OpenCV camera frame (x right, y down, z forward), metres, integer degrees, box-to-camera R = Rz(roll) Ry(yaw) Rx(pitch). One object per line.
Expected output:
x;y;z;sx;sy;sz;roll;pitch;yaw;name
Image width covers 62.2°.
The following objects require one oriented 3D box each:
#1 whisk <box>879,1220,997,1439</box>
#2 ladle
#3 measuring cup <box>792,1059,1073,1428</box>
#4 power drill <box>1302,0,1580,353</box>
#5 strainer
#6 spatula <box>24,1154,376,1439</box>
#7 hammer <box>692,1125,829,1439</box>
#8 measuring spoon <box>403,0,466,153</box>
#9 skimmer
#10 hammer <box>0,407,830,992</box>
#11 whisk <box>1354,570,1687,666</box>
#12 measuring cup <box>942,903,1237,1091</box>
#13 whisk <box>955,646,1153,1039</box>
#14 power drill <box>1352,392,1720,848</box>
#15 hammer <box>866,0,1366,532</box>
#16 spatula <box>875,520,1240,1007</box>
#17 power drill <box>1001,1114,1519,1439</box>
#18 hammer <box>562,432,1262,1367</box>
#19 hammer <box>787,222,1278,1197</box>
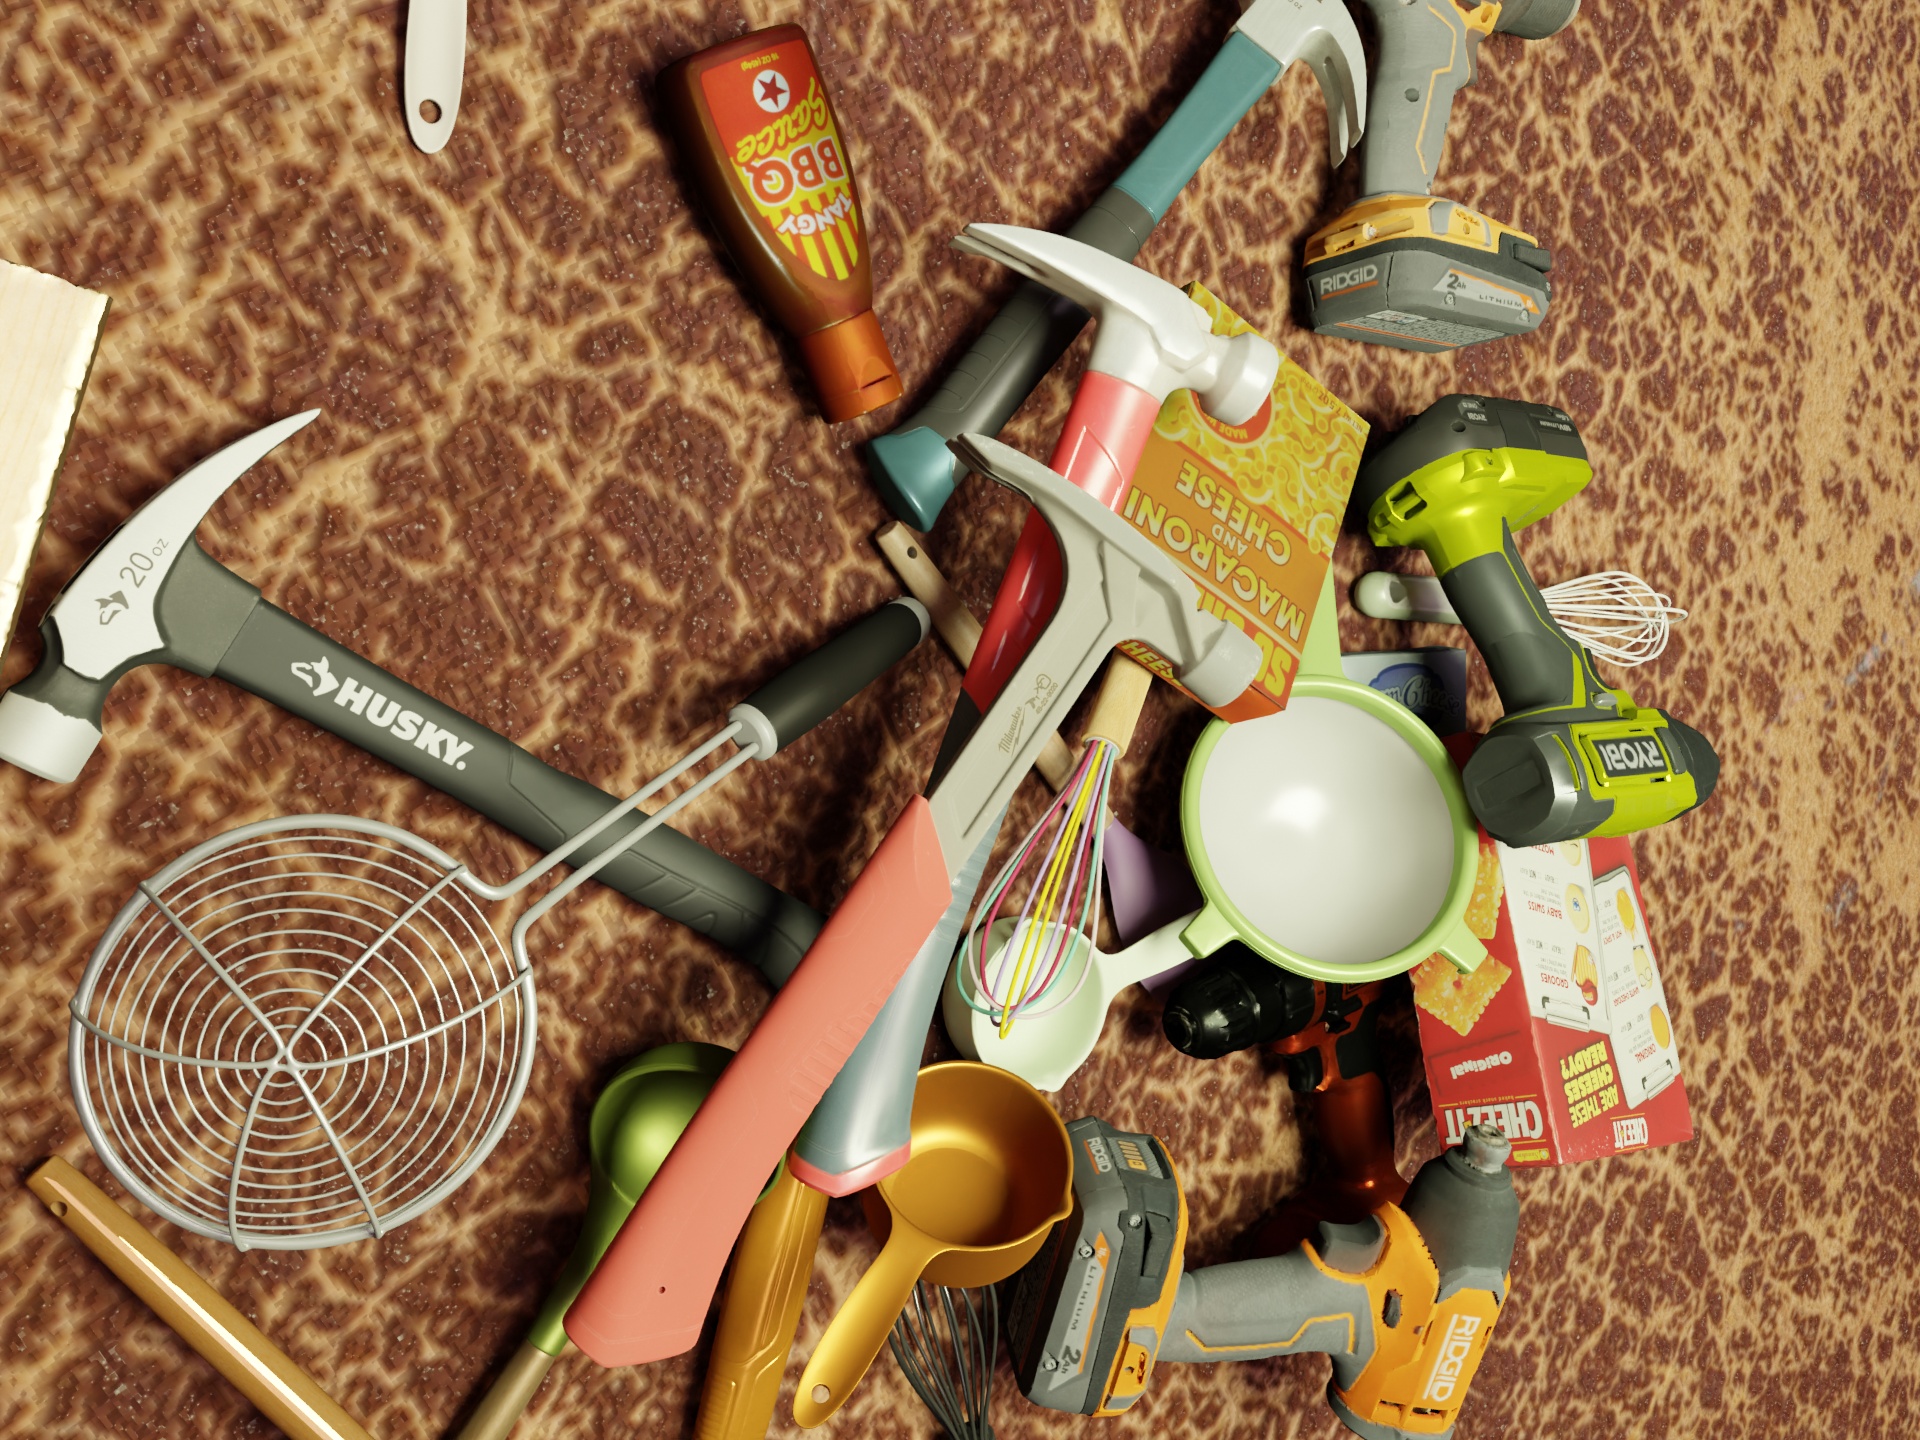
0.008;0.331;0.731;0.055;0.055;0.238;-25;112;-29;whisk
-0.174;0.263;0.599;0.078;0.062;0.320;36;77;-11;ladle
-0.020;0.221;0.653;0.174;0.095;0.052;-51;162;-40;measuring cup
0.254;-0.311;0.820;0.185;0.084;0.226;-1;90;-35;power drill
0.170;0.008;0.798;0.151;0.069;0.256;5;69;-11;strainer
-0.205;0.272;0.553;0.081;0.041;0.322;-36;103;14;spatula
-0.091;0.304;0.669;0.127;0.034;0.337;16;85;-33;hammer
-0.188;-0.267;0.569;0.034;0.018;0.124;1;101;-34;measuring spoon
-0.128;0.038;0.568;0.127;0.090;0.363;58;38;-7;skimmer
-0.160;0.023;0.598;0.334;0.035;0.146;34;76;-31;hammer
0.320;-0.064;0.904;0.246;0.059;0.058;2;81;-29;whisk
0.063;0.115;0.754;0.167;0.038;0.083;-18;104;-34;measuring cup
0.056;0.031;0.716;0.047;0.051;0.245;52;50;-41;whisk
0.298;-0.048;0.811;0.171;0.080;0.223;-3;67;-36;power drill
0.067;-0.220;0.712;0.128;0.033;0.331;38;77;-1;hammer
0.052;0.033;0.749;0.060;0.018;0.315;-48;118;-22;spatula
0.147;0.250;0.737;0.226;0.084;0.164;11;106;-13;power drill
-0.038;0.073;0.593;0.149;0.037;0.359;36;83;-13;hammer
-0.001;-0.002;0.638;0.143;0.038;0.386;22;86;-16;hammer
